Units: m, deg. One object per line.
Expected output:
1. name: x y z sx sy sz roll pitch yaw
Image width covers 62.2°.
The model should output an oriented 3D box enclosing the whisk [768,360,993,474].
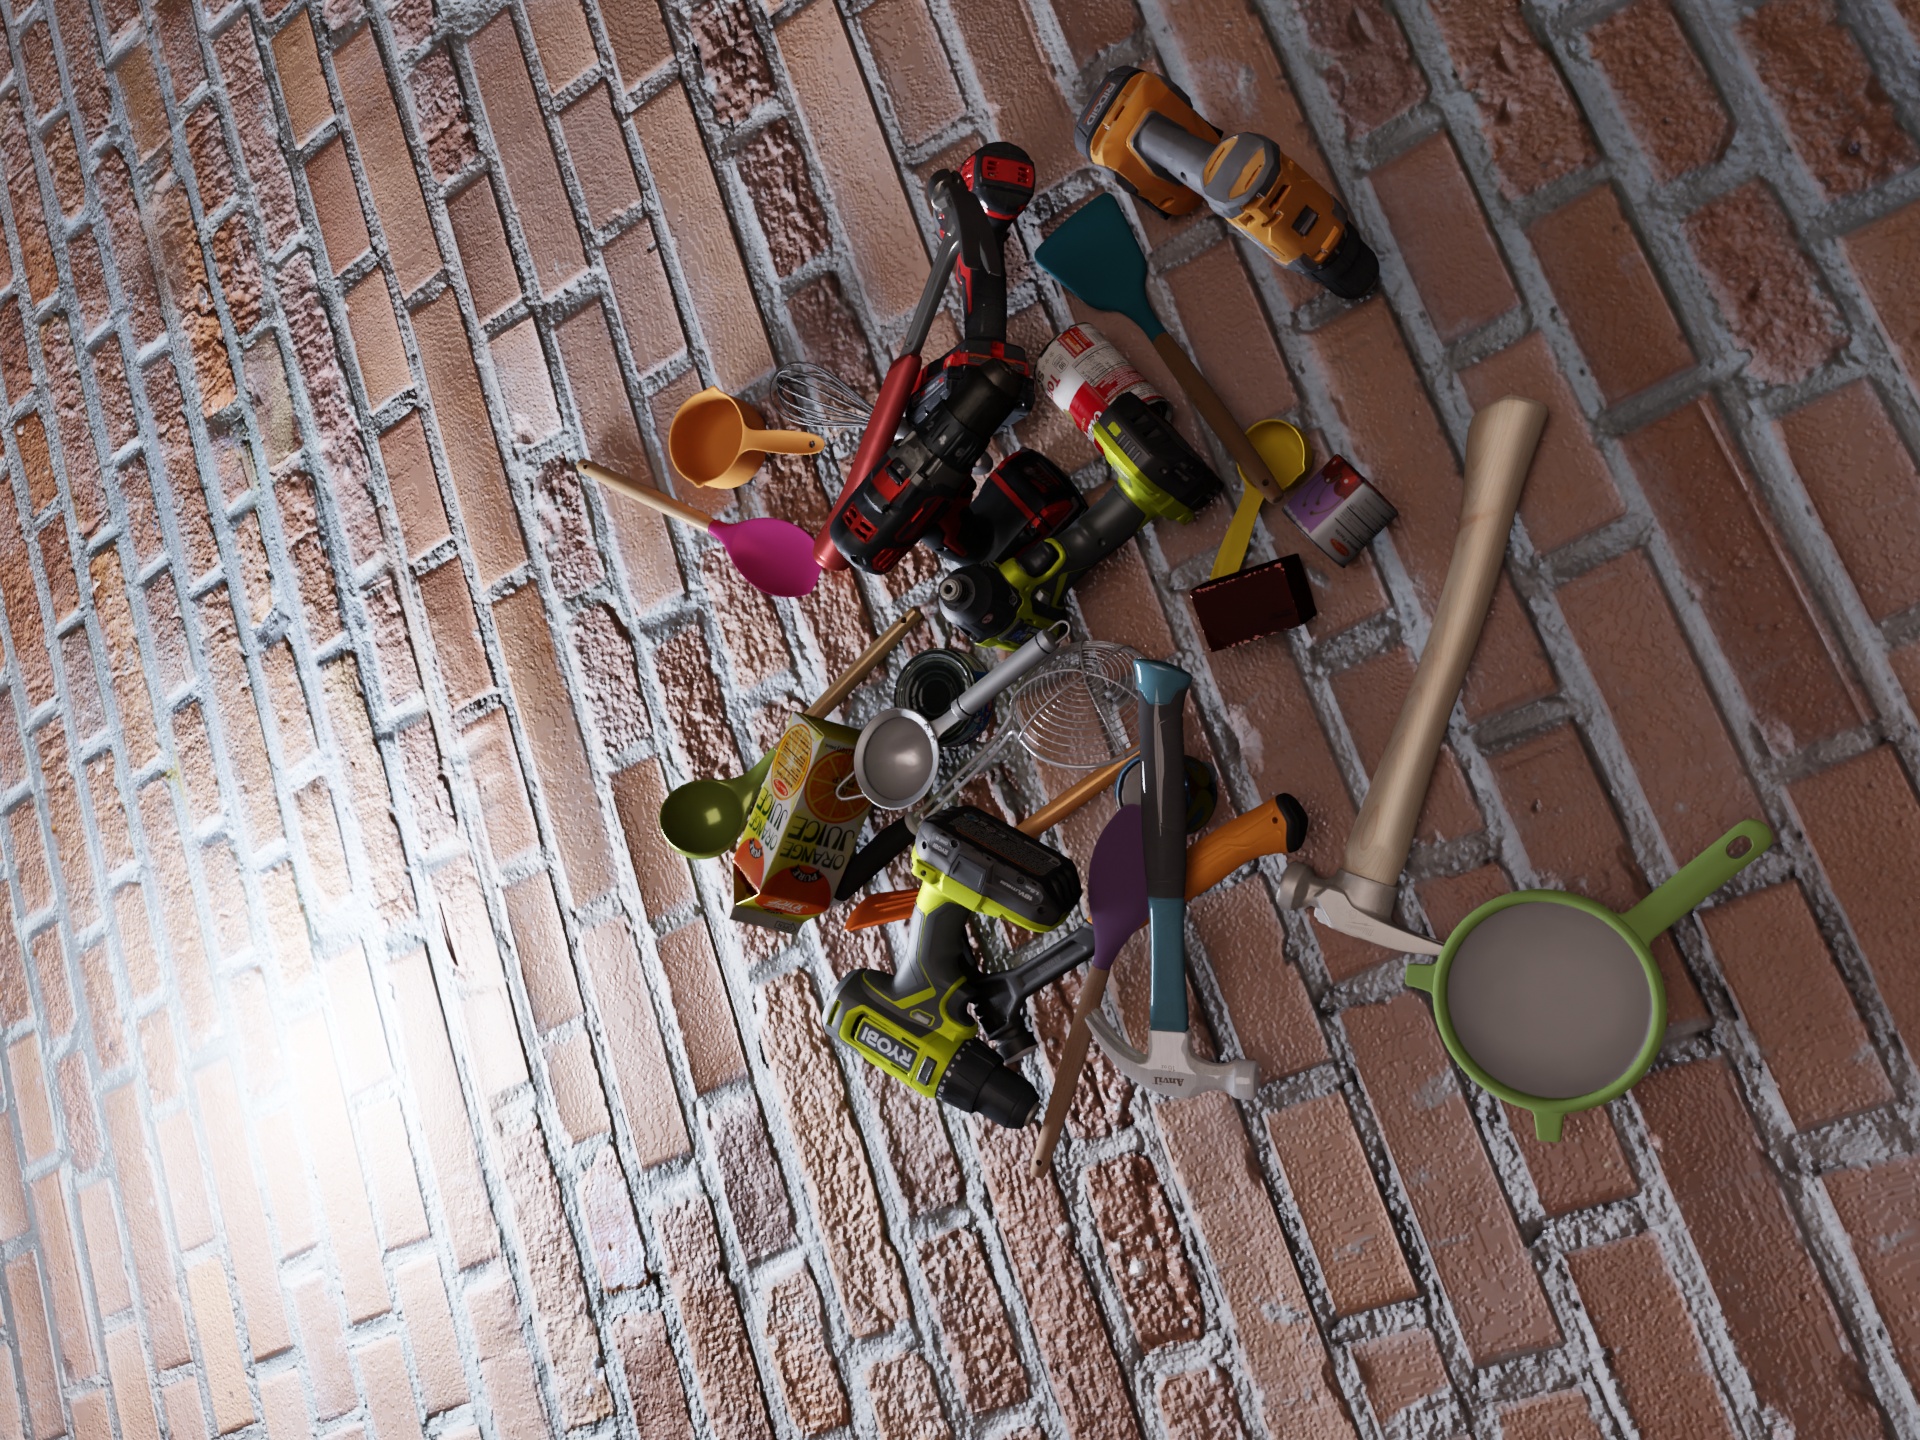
1. whisk: -0.073 -0.264 1.416 0.239 0.055 0.055 26 99 23

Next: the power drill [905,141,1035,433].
1. power drill: 0.009 -0.357 1.338 0.143 0.078 0.220 171 102 -68

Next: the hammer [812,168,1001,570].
1. hammer: -0.053 -0.264 1.320 0.149 0.036 0.358 -104 30 -44

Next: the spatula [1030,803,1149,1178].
1. spatula: 0.101 0.216 1.251 0.060 0.018 0.316 20 102 25

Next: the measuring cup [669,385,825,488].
1. measuring cup: -0.187 -0.256 1.475 0.174 0.052 0.095 9 91 27

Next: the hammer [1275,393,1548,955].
1. hammer: 0.361 -0.033 1.167 0.146 0.038 0.410 19 96 27

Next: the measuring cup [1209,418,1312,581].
1. measuring cup: 0.232 -0.162 1.258 0.062 0.029 0.156 31 113 29

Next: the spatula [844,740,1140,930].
1. spatula: 0.040 0.092 1.328 0.322 0.081 0.041 -37 95 17

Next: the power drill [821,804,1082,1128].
1. power drill: 0.008 0.203 1.275 0.191 0.080 0.228 28 110 17

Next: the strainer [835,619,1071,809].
1. strainer: -0.002 -0.004 1.304 0.258 0.050 0.087 -38 65 29

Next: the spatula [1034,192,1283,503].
1. spatula: 0.167 -0.291 1.270 0.082 0.044 0.318 -37 60 14

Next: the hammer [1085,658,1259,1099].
1. hammer: 0.156 0.118 1.195 0.128 0.033 0.331 -1 94 20

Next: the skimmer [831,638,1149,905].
1. skimmer: 0.021 0.062 1.346 0.363 0.090 0.127 -43 42 31

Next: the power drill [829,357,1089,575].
1. power drill: 0.015 -0.187 1.257 0.188 0.226 0.080 -48 67 18

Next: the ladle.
1. ladle: -0.152 0.009 1.437 0.320 0.062 0.078 -44 68 16

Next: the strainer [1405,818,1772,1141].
1. strainer: 0.446 0.156 1.089 0.256 0.069 0.152 -45 69 17

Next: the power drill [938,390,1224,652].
1. power drill: 0.087 -0.145 1.251 0.223 0.171 0.080 -43 68 16

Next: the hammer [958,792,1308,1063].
1. hammer: 0.129 0.147 1.262 0.337 0.034 0.127 -37 72 29

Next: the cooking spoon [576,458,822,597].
1. cooking spoon: -0.255 -0.195 1.527 0.319 0.017 0.069 27 99 27

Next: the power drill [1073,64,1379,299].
1. power drill: 0.211 -0.405 1.219 0.084 0.185 0.226 -56 45 14
